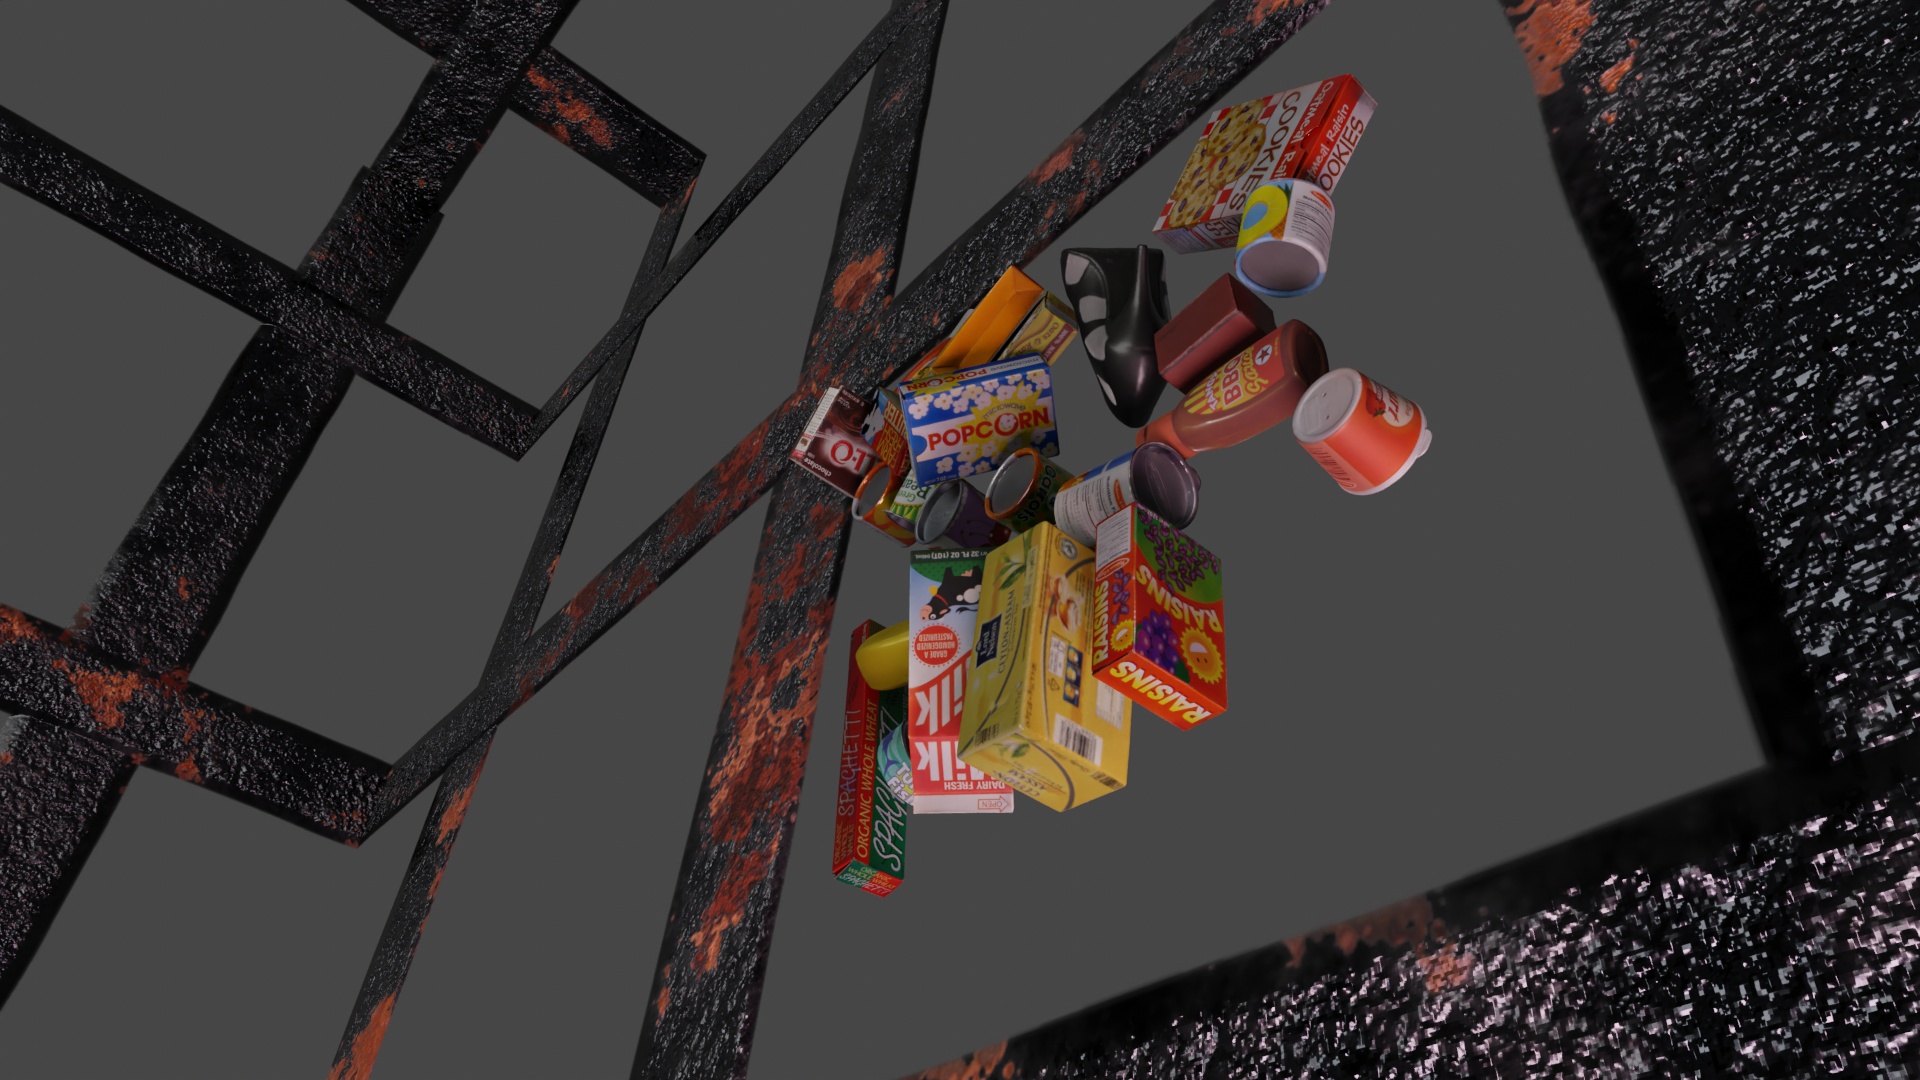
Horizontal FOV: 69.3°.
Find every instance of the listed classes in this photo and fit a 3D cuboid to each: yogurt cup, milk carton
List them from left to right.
[{"bbox_3d":[0.001,0.104,0.999,0.073,0.072,0.191,82,-173,-59],"label":"milk carton"},{"bbox_3d":[0.240,-0.069,0.847,0.072,0.054,0.073,-42,30,31],"label":"yogurt cup"}]

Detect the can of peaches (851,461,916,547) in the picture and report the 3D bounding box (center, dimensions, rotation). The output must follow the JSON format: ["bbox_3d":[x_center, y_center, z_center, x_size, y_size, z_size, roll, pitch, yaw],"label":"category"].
[{"bbox_3d":[-0.061,-0.037,1.331,0.071,0.058,0.071,-41,31,32],"label":"can of peaches"}]

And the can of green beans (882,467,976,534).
[{"bbox_3d":[-0.025,-0.033,1.254,0.058,0.071,0.071,-62,26,-8],"label":"can of green beans"}]

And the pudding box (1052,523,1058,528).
[{"bbox_3d":[0.066,0.020,1.080,0.083,0.030,0.050,-29,37,45],"label":"pudding box"}]

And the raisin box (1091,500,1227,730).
[{"bbox_3d":[0.126,0.047,0.883,0.040,0.086,0.124,-35,35,37],"label":"raisin box"}]

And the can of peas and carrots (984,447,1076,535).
[{"bbox_3d":[0.062,-0.032,1.110,0.070,0.058,0.071,-41,31,32],"label":"can of peas and carrots"}]

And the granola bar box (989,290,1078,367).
[{"bbox_3d":[0.040,-0.144,1.249,0.165,0.039,0.124,-51,7,15],"label":"granola bar box"}]

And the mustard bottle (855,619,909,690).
[{"bbox_3d":[-0.011,0.081,1.113,0.160,0.048,0.065,-19,9,38],"label":"mustard bottle"}]

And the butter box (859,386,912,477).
[{"bbox_3d":[-0.061,-0.102,1.312,0.104,0.024,0.053,48,122,54],"label":"butter box"}]

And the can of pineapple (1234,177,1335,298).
[{"bbox_3d":[0.233,-0.217,1.005,0.071,0.071,0.058,-23,43,50],"label":"can of pineapple"}]

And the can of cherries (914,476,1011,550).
[{"bbox_3d":[0.004,-0.015,1.194,0.071,0.058,0.072,-42,30,31],"label":"can of cherries"}]

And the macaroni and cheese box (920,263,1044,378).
[{"bbox_3d":[0.009,-0.177,1.289,0.124,0.040,0.166,-53,5,-10],"label":"macaroni and cheese box"}]

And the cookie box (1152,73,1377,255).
[{"bbox_3d":[0.238,-0.297,1.110,0.123,0.040,0.167,-62,26,-8],"label":"cookie box"}]

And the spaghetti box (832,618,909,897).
[{"bbox_3d":[-0.069,0.170,1.130,0.028,0.050,0.251,-43,30,32],"label":"spaghetti box"}]

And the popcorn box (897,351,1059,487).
[{"bbox_3d":[0.016,-0.102,1.167,0.127,0.084,0.038,-14,33,-7],"label":"popcorn box"}]

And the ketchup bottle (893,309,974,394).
[{"bbox_3d":[-0.018,-0.163,1.392,0.149,0.065,0.043,-56,-3,-10],"label":"ketchup bottle"}]

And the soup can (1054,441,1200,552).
[{"bbox_3d":[0.120,-0.027,1.001,0.083,0.071,0.071,-25,41,49],"label":"soup can"}]

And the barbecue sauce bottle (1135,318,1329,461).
[{"bbox_3d":[0.188,-0.095,0.977,0.148,0.043,0.065,-32,36,43],"label":"barbecue sauce bottle"}]

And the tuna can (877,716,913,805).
[{"bbox_3d":[-0.028,0.167,1.043,0.032,0.071,0.071,-45,29,29],"label":"tuna can"}]
